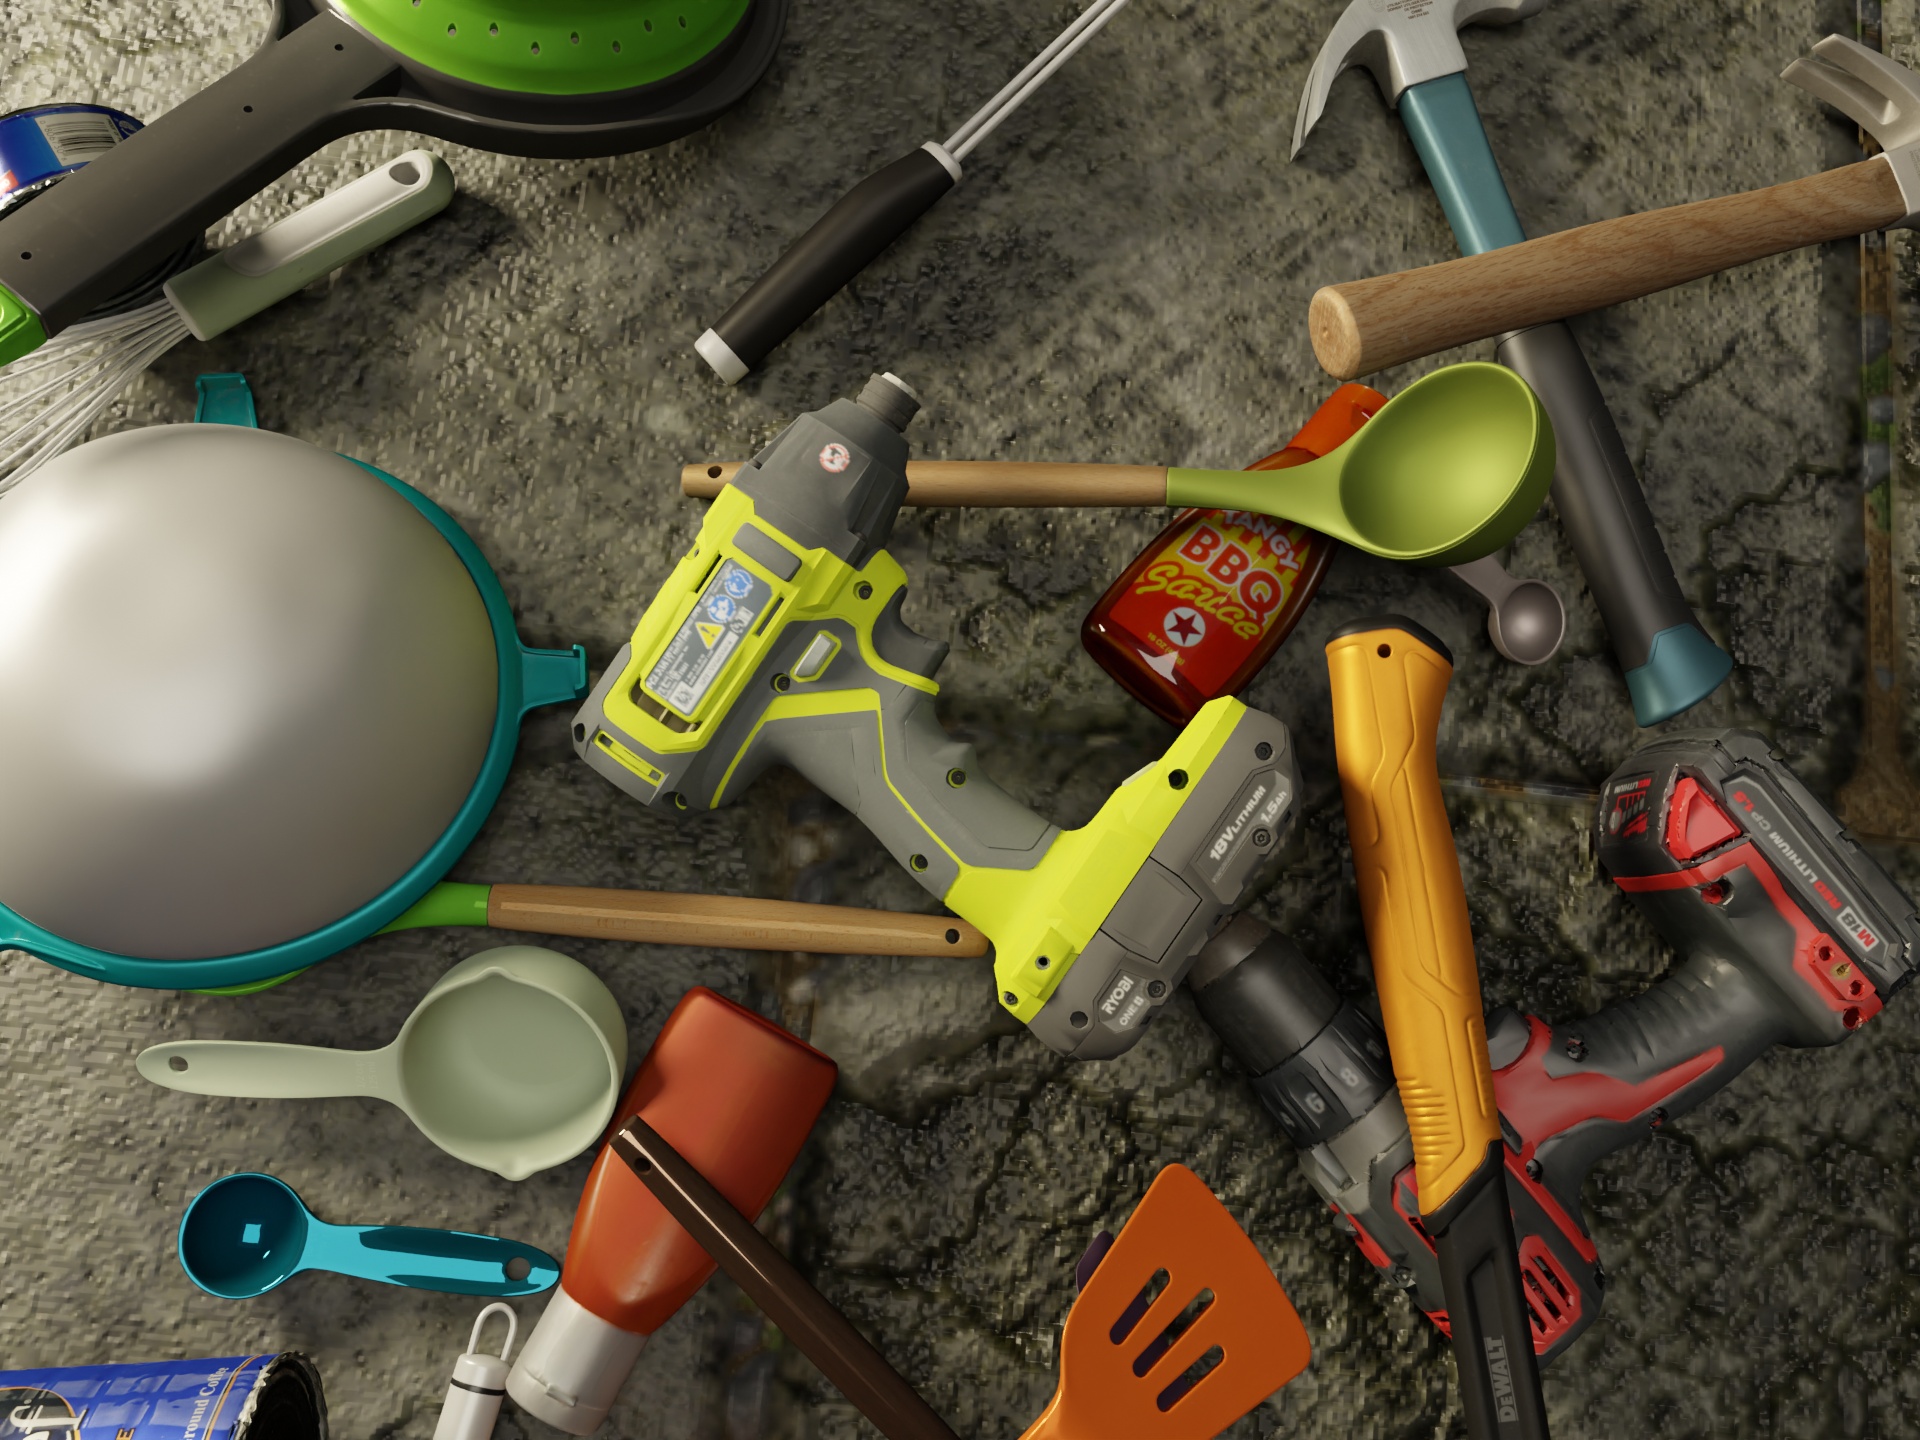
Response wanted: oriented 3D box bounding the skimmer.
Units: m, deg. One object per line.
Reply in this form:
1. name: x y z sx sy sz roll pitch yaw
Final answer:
1. skimmer: 0.054 -0.242 0.640 0.363 0.127 0.090 -42 128 1

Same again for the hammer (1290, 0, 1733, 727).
1. hammer: 0.235 -0.158 0.652 0.128 0.033 0.331 -18 82 -9

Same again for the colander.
1. colander: -0.204 -0.261 0.548 0.204 0.094 0.397 38 63 2

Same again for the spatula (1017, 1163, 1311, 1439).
1. spatula: -0.028 0.269 0.499 0.322 0.041 0.081 -35 87 -8

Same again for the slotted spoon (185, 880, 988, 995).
1. slotted spoon: -0.145 0.072 0.581 0.313 0.031 0.070 4 80 -6

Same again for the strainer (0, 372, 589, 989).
1. strainer: -0.298 0.022 0.509 0.211 0.095 0.340 38 67 6

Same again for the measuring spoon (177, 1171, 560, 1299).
1. measuring spoon: -0.207 0.187 0.563 0.128 0.021 0.042 12 78 -12

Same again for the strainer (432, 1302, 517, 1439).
1. strainer: -0.191 0.326 0.525 0.087 0.050 0.258 18 73 -11

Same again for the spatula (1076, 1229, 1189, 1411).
1. spatula: 0.113 0.329 0.551 0.018 0.060 0.316 -28 87 22

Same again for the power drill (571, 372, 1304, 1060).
1. power drill: -0.001 -0.002 0.557 0.223 0.080 0.171 35 92 5

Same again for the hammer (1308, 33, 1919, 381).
1. hammer: 0.283 -0.191 0.633 0.331 0.031 0.130 -17 84 -18

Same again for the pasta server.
1. pasta server: -0.006 0.252 0.533 0.060 0.040 0.316 -42 95 11

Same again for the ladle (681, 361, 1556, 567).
1. ladle: 0.049 -0.093 0.583 0.320 0.062 0.078 2 62 10

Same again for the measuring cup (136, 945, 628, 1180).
1. measuring cup: -0.199 0.114 0.557 0.167 0.038 0.083 1 109 2

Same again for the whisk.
1. whisk: -0.299 -0.150 0.598 0.246 0.059 0.058 -35 74 -15

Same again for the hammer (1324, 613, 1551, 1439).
1. hammer: 0.154 0.130 0.528 0.127 0.034 0.337 -6 78 3

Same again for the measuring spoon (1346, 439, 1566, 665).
1. measuring spoon: 0.190 -0.067 0.623 0.124 0.018 0.034 40 77 -16

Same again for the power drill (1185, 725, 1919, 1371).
1. power drill: 0.211 0.098 0.584 0.227 0.080 0.188 -40 85 -7
